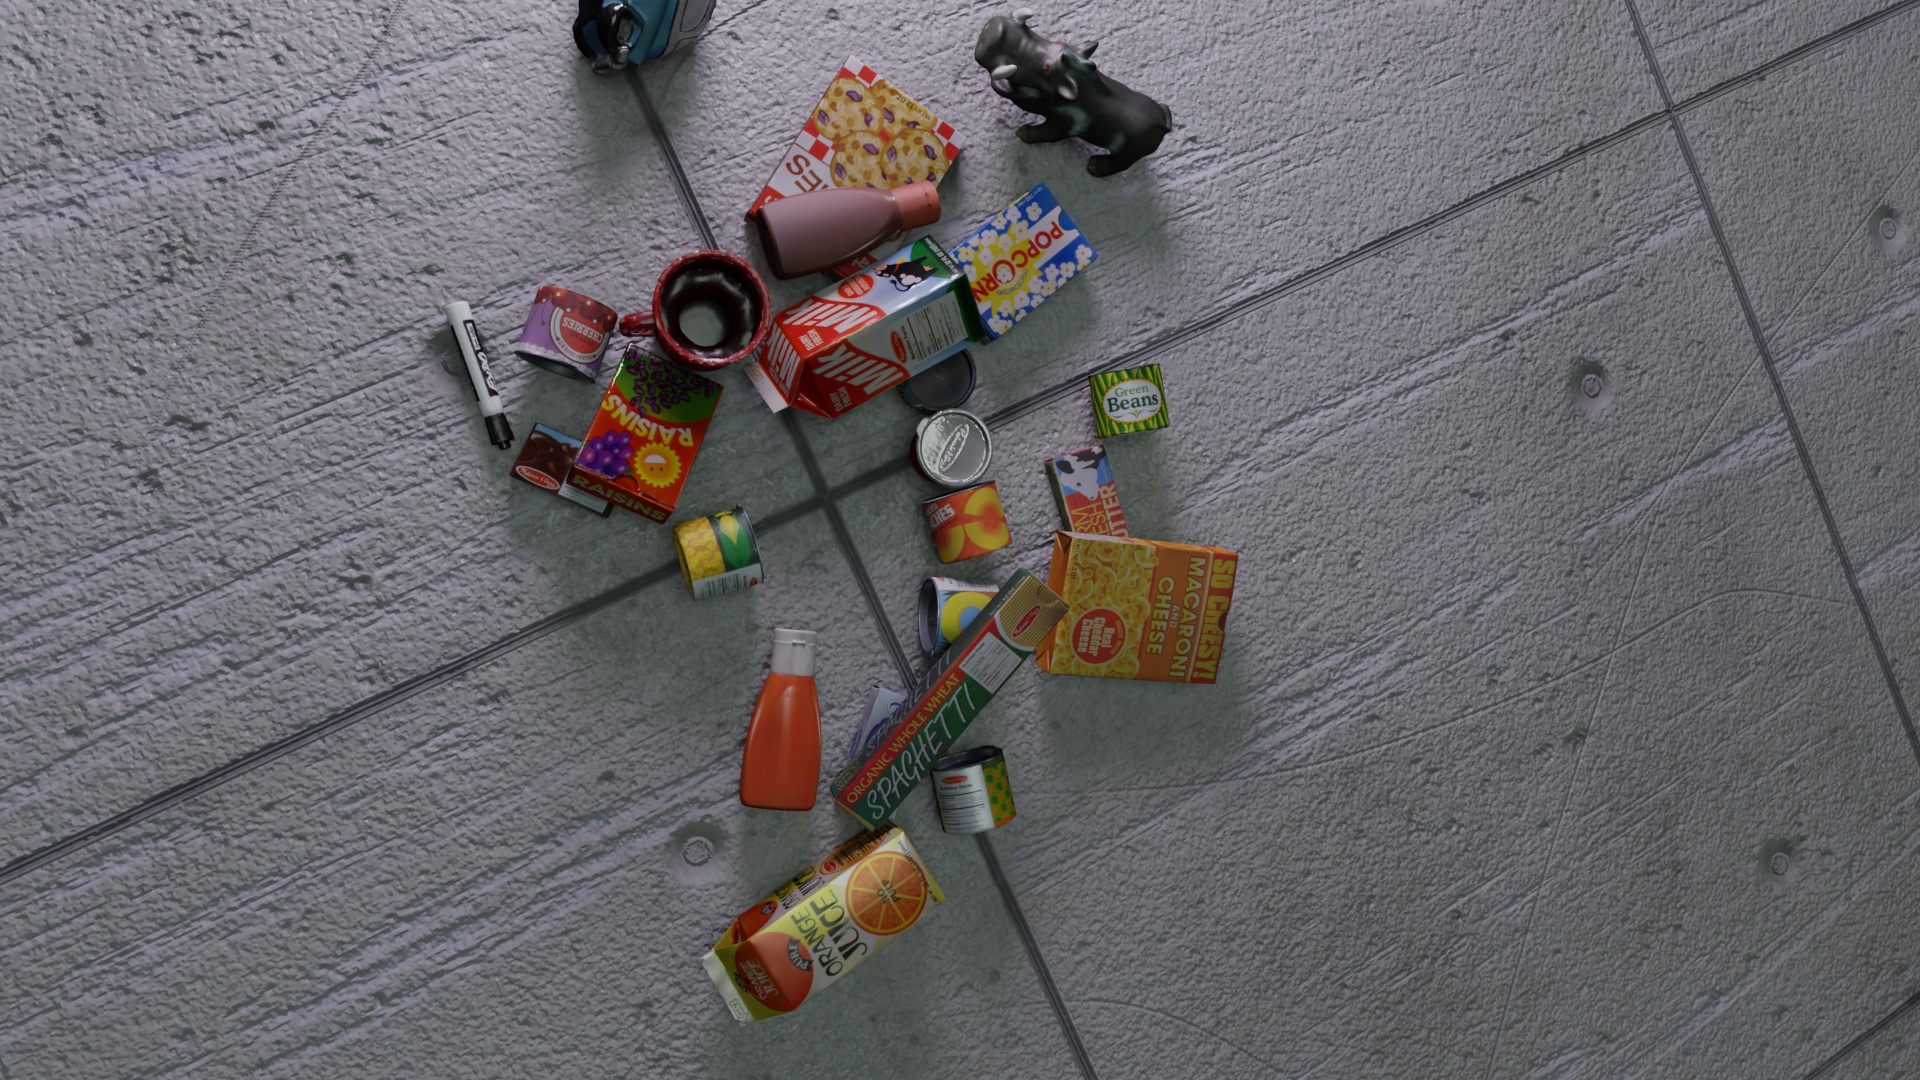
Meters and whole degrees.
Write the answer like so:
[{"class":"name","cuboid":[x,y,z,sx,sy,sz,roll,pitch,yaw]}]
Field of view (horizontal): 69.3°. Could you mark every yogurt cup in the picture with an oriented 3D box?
[{"class":"yogurt cup","cuboid":[-0.011,-0.078,1.201,0.072,0.054,0.072,0,88,-17]}]

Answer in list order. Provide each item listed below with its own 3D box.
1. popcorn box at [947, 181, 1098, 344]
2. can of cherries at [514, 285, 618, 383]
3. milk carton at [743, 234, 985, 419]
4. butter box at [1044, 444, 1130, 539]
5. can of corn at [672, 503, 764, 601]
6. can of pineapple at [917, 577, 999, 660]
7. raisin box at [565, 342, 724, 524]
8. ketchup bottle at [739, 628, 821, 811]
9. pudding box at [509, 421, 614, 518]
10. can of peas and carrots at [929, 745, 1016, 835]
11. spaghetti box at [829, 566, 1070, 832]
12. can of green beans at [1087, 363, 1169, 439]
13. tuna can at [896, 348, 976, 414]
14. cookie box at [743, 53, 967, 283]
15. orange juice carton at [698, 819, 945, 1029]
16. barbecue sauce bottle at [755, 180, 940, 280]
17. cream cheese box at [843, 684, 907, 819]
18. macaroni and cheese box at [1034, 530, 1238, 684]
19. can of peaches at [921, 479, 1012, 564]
[{"class":"popcorn box","cuboid":[0.047,-0.245,1.232,0.127,0.038,0.085,-41,98,-14]},{"class":"can of cherries","cuboid":[-0.312,-0.164,1.105,0.071,0.071,0.058,20,82,-15]},{"class":"milk carton","cuboid":[-0.084,-0.169,1.153,0.191,0.072,0.073,-30,137,-9]},{"class":"butter box","cuboid":[0.116,-0.030,1.253,0.053,0.024,0.103,-17,93,-16]},{"class":"can of corn","cuboid":[-0.199,0.009,1.137,0.058,0.071,0.071,-16,93,-16]},{"class":"can of pineapple","cuboid":[-0.001,0.067,1.193,0.058,0.071,0.071,2,88,-17]},{"class":"raisin box","cuboid":[-0.252,-0.086,1.115,0.086,0.040,0.124,25,61,-16]},{"class":"ketchup bottle","cuboid":[-0.145,0.149,1.159,0.065,0.043,0.149,7,86,-17]},{"class":"pudding box","cuboid":[-0.314,-0.056,1.122,0.084,0.030,0.050,25,82,-14]},{"class":"can of peas and carrots","cuboid":[0.011,0.214,1.194,0.071,0.071,0.058,-13,93,-16]},{"class":"spaghetti box","cuboid":[-0.010,0.132,1.154,0.050,0.029,0.250,41,89,-21]},{"class":"can of green beans","cuboid":[0.151,-0.124,1.245,0.071,0.071,0.058,-10,92,-17]},{"class":"tuna can","cuboid":[-0.024,-0.142,1.210,0.071,0.033,0.071,1,88,-17]},{"class":"cookie box","cuboid":[-0.090,-0.310,1.193,0.123,0.040,0.168,33,80,-13]},{"class":"orange juice carton","cuboid":[-0.116,0.317,1.146,0.193,0.073,0.071,-33,98,-15]},{"class":"barbecue sauce bottle","cuboid":[-0.090,-0.263,1.146,0.149,0.043,0.065,-19,95,-18]},{"class":"cream cheese box","cuboid":[-0.066,0.181,1.192,0.053,0.024,0.104,21,83,-16]},{"class":"macaroni and cheese box","cuboid":[0.158,0.062,1.238,0.167,0.040,0.123,6,99,-19]},{"class":"can of peaches","cuboid":[0.004,-0.015,1.197,0.071,0.071,0.058,-18,95,-16]}]
